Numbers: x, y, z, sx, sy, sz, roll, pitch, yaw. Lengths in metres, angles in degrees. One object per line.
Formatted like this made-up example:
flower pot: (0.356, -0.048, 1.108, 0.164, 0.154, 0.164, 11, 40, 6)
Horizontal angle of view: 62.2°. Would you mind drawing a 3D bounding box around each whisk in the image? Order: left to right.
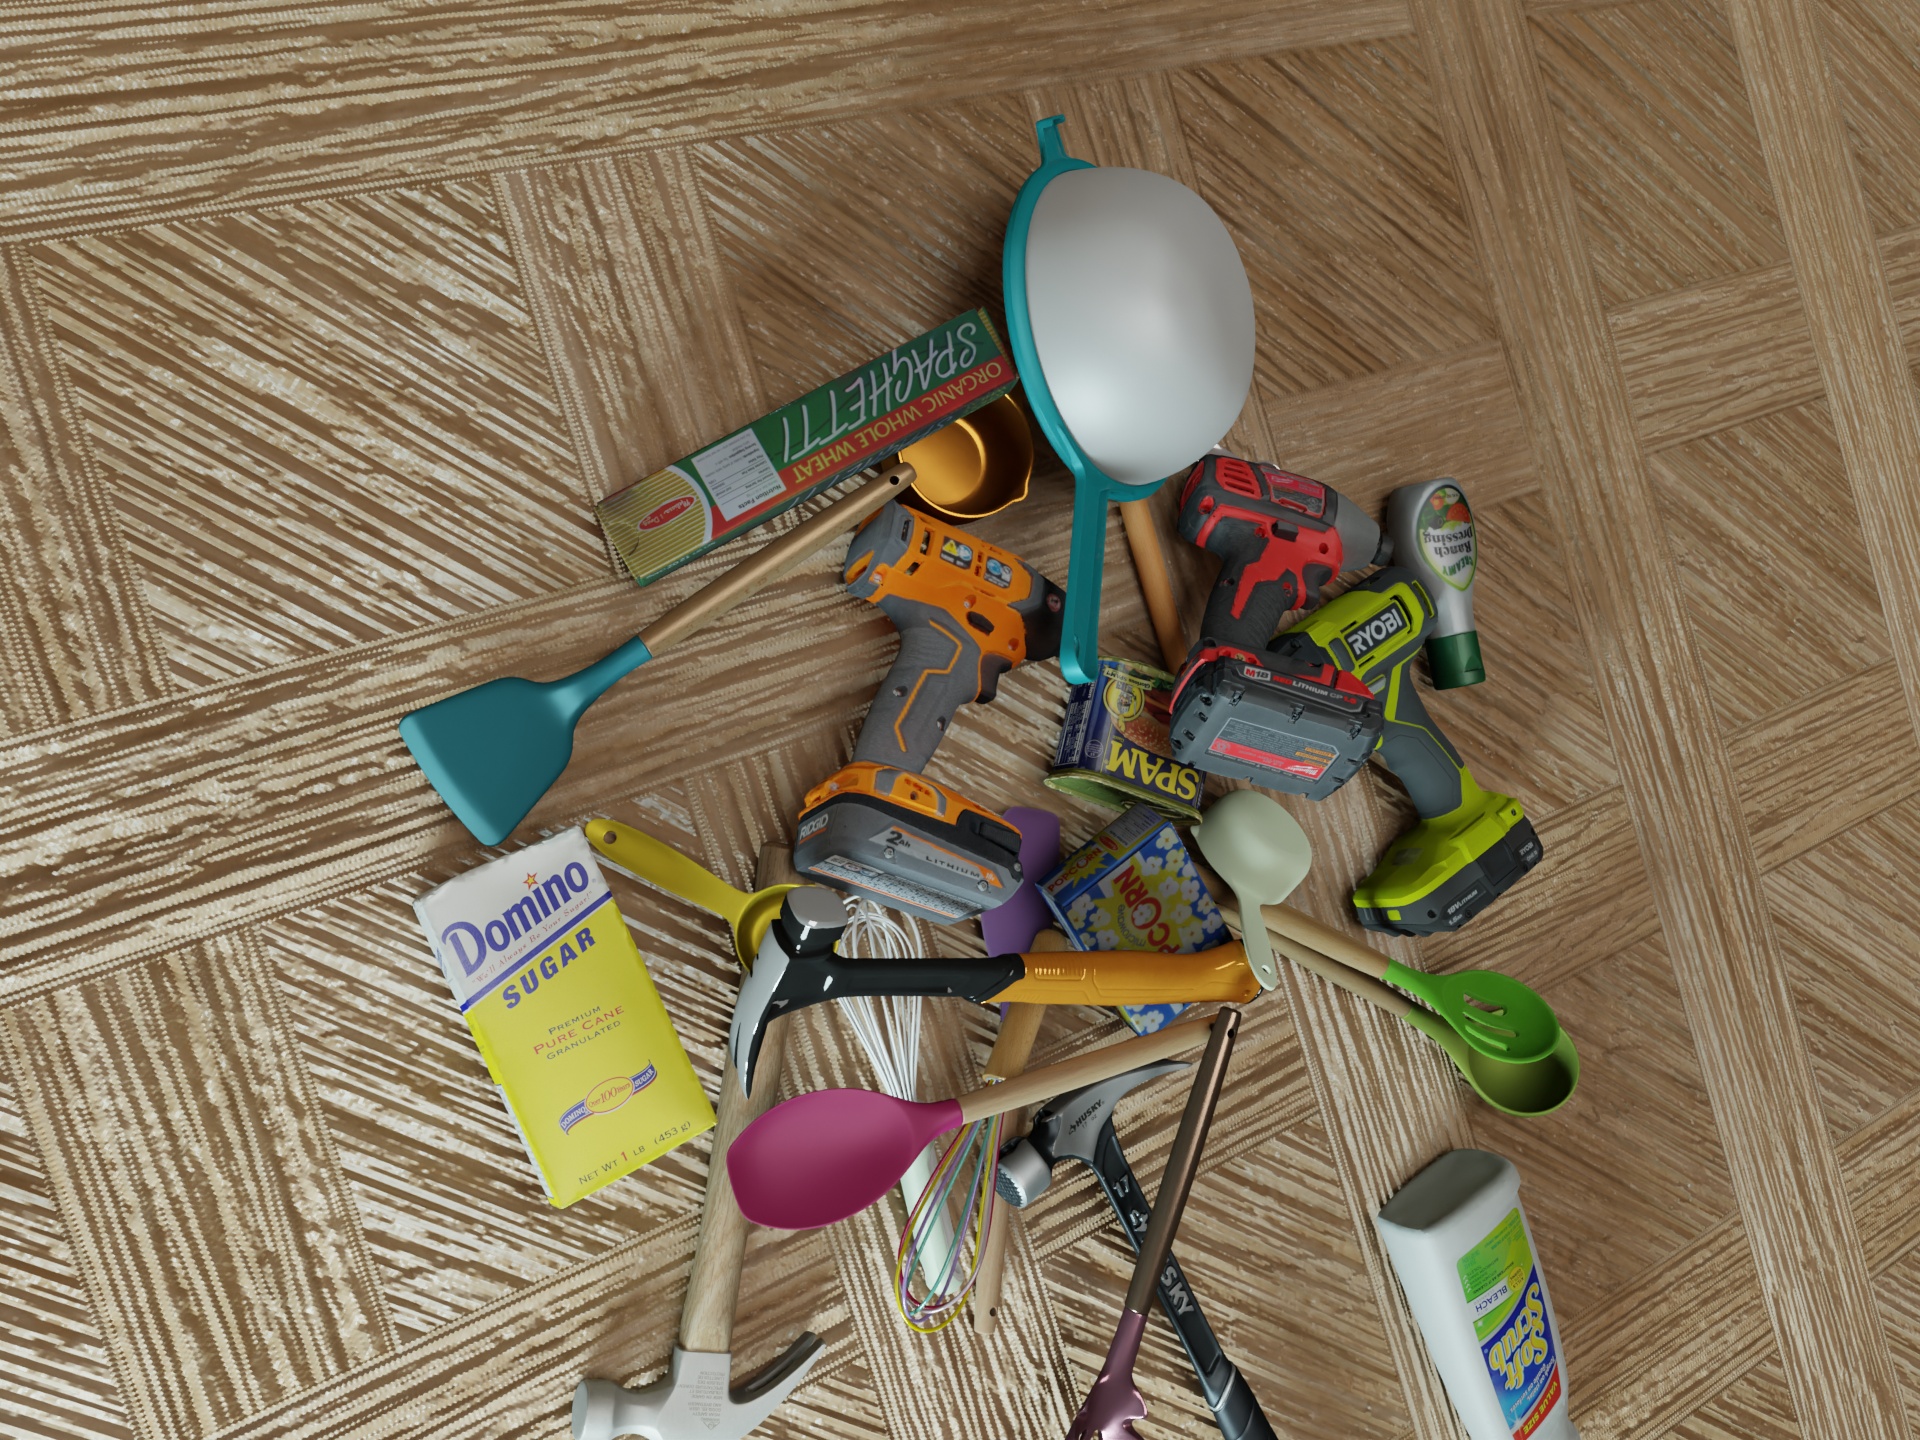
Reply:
whisk: (-0.033, 0.220, 0.930, 0.059, 0.058, 0.246, -11, 96, 8)
whisk: (0.017, 0.232, 0.922, 0.047, 0.051, 0.245, 24, 61, -1)

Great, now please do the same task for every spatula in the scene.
spatula: (-0.151, -0.054, 0.876, 0.317, 0.044, 0.082, -36, 98, -12)
spatula: (0.027, 0.210, 0.973, 0.059, 0.018, 0.316, 10, 81, -34)
spatula: (0.111, -0.170, 1.029, 0.081, 0.041, 0.322, -23, 99, -50)

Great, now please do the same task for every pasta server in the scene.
pasta server: (0.116, 0.322, 0.932, 0.060, 0.040, 0.316, 19, 87, -26)

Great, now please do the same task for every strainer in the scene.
strainer: (0.113, -0.184, 0.935, 0.210, 0.095, 0.341, 32, 58, -48)

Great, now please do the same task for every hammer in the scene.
hammer: (-0.121, 0.234, 0.893, 0.130, 0.031, 0.331, 14, 80, -24)
hammer: (0.035, 0.152, 0.900, 0.336, 0.034, 0.127, 5, 125, -31)
hammer: (0.159, 0.401, 1.007, 0.149, 0.036, 0.408, -34, 104, -30)

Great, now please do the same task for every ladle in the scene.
ladle: (0.291, 0.184, 1.083, 0.320, 0.062, 0.078, 29, 64, -18)

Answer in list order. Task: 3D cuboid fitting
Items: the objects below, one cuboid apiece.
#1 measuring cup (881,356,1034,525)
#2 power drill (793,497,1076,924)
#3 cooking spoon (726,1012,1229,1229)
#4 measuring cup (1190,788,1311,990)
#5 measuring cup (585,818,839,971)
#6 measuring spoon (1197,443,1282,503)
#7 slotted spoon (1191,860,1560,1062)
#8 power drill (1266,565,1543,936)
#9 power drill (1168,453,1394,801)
measuring cup: (0.018, -0.195, 0.976, 0.095, 0.052, 0.174, 39, 73, -14)
power drill: (-0.001, -0.003, 0.926, 0.164, 0.084, 0.227, 21, 63, -23)
cooking spoon: (0.021, 0.214, 0.898, 0.319, 0.017, 0.069, -12, 73, -25)
measuring cup: (0.190, 0.102, 0.990, 0.083, 0.168, 0.038, 31, 118, -15)
measuring cup: (-0.138, 0.097, 0.881, 0.156, 0.029, 0.062, 28, 76, 7)
measuring spoon: (0.166, -0.178, 1.074, 0.124, 0.018, 0.034, 26, 74, -15)
slotted spoon: (0.257, 0.151, 1.050, 0.313, 0.031, 0.070, 26, 47, -10)
power drill: (0.286, 0.028, 1.083, 0.171, 0.080, 0.223, -32, 96, -25)
power drill: (0.204, -0.067, 0.998, 0.143, 0.078, 0.220, 15, 53, -7)
